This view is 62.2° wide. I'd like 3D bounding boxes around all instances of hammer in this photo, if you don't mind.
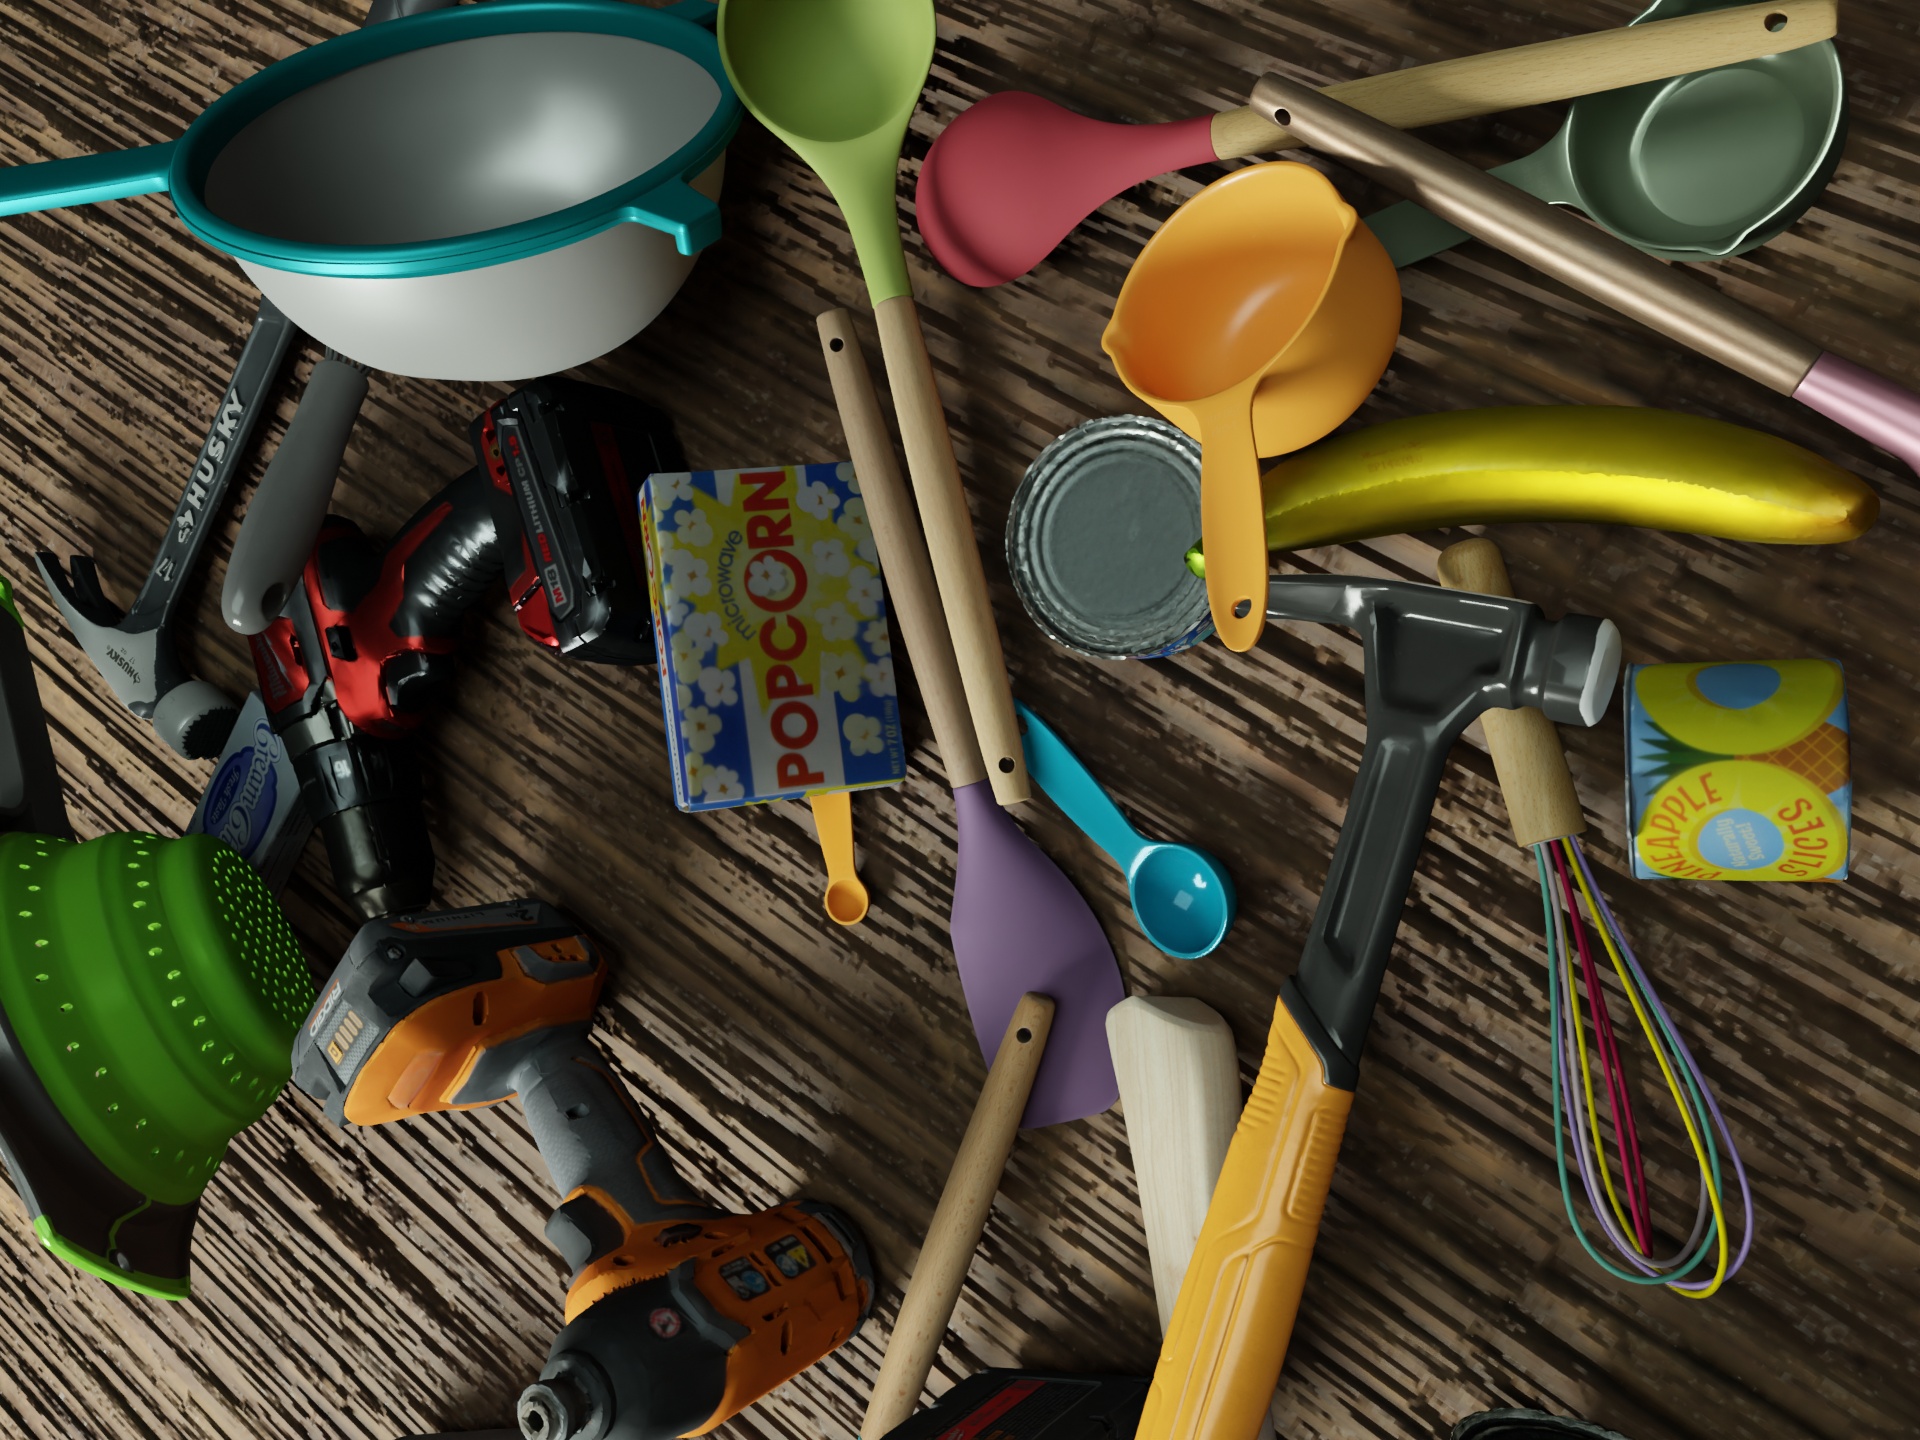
[{"bbox_3d":[0.095,0.117,0.486,0.127,0.034,0.337,13,81,32],"label":"hammer"},{"bbox_3d":[0.090,0.290,0.492,0.146,0.038,0.411,-40,50,47],"label":"hammer"},{"bbox_3d":[-0.329,-0.189,0.758,0.149,0.036,0.409,36,105,22],"label":"hammer"}]

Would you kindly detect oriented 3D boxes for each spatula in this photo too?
[{"bbox_3d":[-0.021,0.248,0.612,0.082,0.044,0.317,22,98,15],"label":"spatula"},{"bbox_3d":[-0.001,-0.002,0.596,0.060,0.018,0.316,-17,90,11],"label":"spatula"}]

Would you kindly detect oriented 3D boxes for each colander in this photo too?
[{"bbox_3d":[-0.380,0.055,0.724,0.094,0.204,0.397,-26,60,-10],"label":"colander"}]

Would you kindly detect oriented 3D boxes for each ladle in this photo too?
[{"bbox_3d":[-0.018,-0.126,0.565,0.078,0.062,0.320,-14,89,1],"label":"ladle"},{"bbox_3d":[0.110,-0.196,0.524,0.315,0.031,0.069,1,97,33],"label":"ladle"}]

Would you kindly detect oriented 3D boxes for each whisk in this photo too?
[{"bbox_3d":[0.193,0.060,0.508,0.051,0.047,0.245,-16,79,13],"label":"whisk"},{"bbox_3d":[-0.261,-0.142,0.671,0.055,0.055,0.239,0,65,26],"label":"whisk"}]

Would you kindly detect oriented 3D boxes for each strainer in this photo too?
[{"bbox_3d":[-0.244,-0.185,0.617,0.340,0.095,0.211,-8,45,0],"label":"strainer"}]

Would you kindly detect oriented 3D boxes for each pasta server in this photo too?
[{"bbox_3d":[0.223,-0.117,0.462,0.316,0.040,0.060,35,143,17],"label":"pasta server"}]

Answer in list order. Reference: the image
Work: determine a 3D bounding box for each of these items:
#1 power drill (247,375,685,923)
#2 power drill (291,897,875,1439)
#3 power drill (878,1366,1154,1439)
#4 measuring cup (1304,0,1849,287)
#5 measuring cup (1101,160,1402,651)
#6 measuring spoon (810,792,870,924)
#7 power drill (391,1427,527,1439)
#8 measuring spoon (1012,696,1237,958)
[{"bbox_3d":[-0.213,-0.027,0.683,0.226,0.080,0.188,-22,81,27],"label":"power drill"},{"bbox_3d":[-0.154,0.173,0.608,0.227,0.164,0.084,42,108,21],"label":"power drill"},{"bbox_3d":[0.028,0.348,0.535,0.078,0.143,0.220,-10,84,30],"label":"power drill"},{"bbox_3d":[0.192,-0.170,0.509,0.167,0.038,0.083,-13,84,38],"label":"measuring cup"},{"bbox_3d":[0.097,-0.091,0.501,0.095,0.052,0.174,-19,58,38],"label":"measuring cup"},{"bbox_3d":[-0.051,0.024,0.642,0.021,0.011,0.117,-12,82,23],"label":"measuring spoon"},{"bbox_3d":[-0.182,0.426,0.674,0.185,0.084,0.226,-15,89,25],"label":"power drill"},{"bbox_3d":[0.057,0.033,0.587,0.129,0.021,0.042,48,129,26],"label":"measuring spoon"}]
